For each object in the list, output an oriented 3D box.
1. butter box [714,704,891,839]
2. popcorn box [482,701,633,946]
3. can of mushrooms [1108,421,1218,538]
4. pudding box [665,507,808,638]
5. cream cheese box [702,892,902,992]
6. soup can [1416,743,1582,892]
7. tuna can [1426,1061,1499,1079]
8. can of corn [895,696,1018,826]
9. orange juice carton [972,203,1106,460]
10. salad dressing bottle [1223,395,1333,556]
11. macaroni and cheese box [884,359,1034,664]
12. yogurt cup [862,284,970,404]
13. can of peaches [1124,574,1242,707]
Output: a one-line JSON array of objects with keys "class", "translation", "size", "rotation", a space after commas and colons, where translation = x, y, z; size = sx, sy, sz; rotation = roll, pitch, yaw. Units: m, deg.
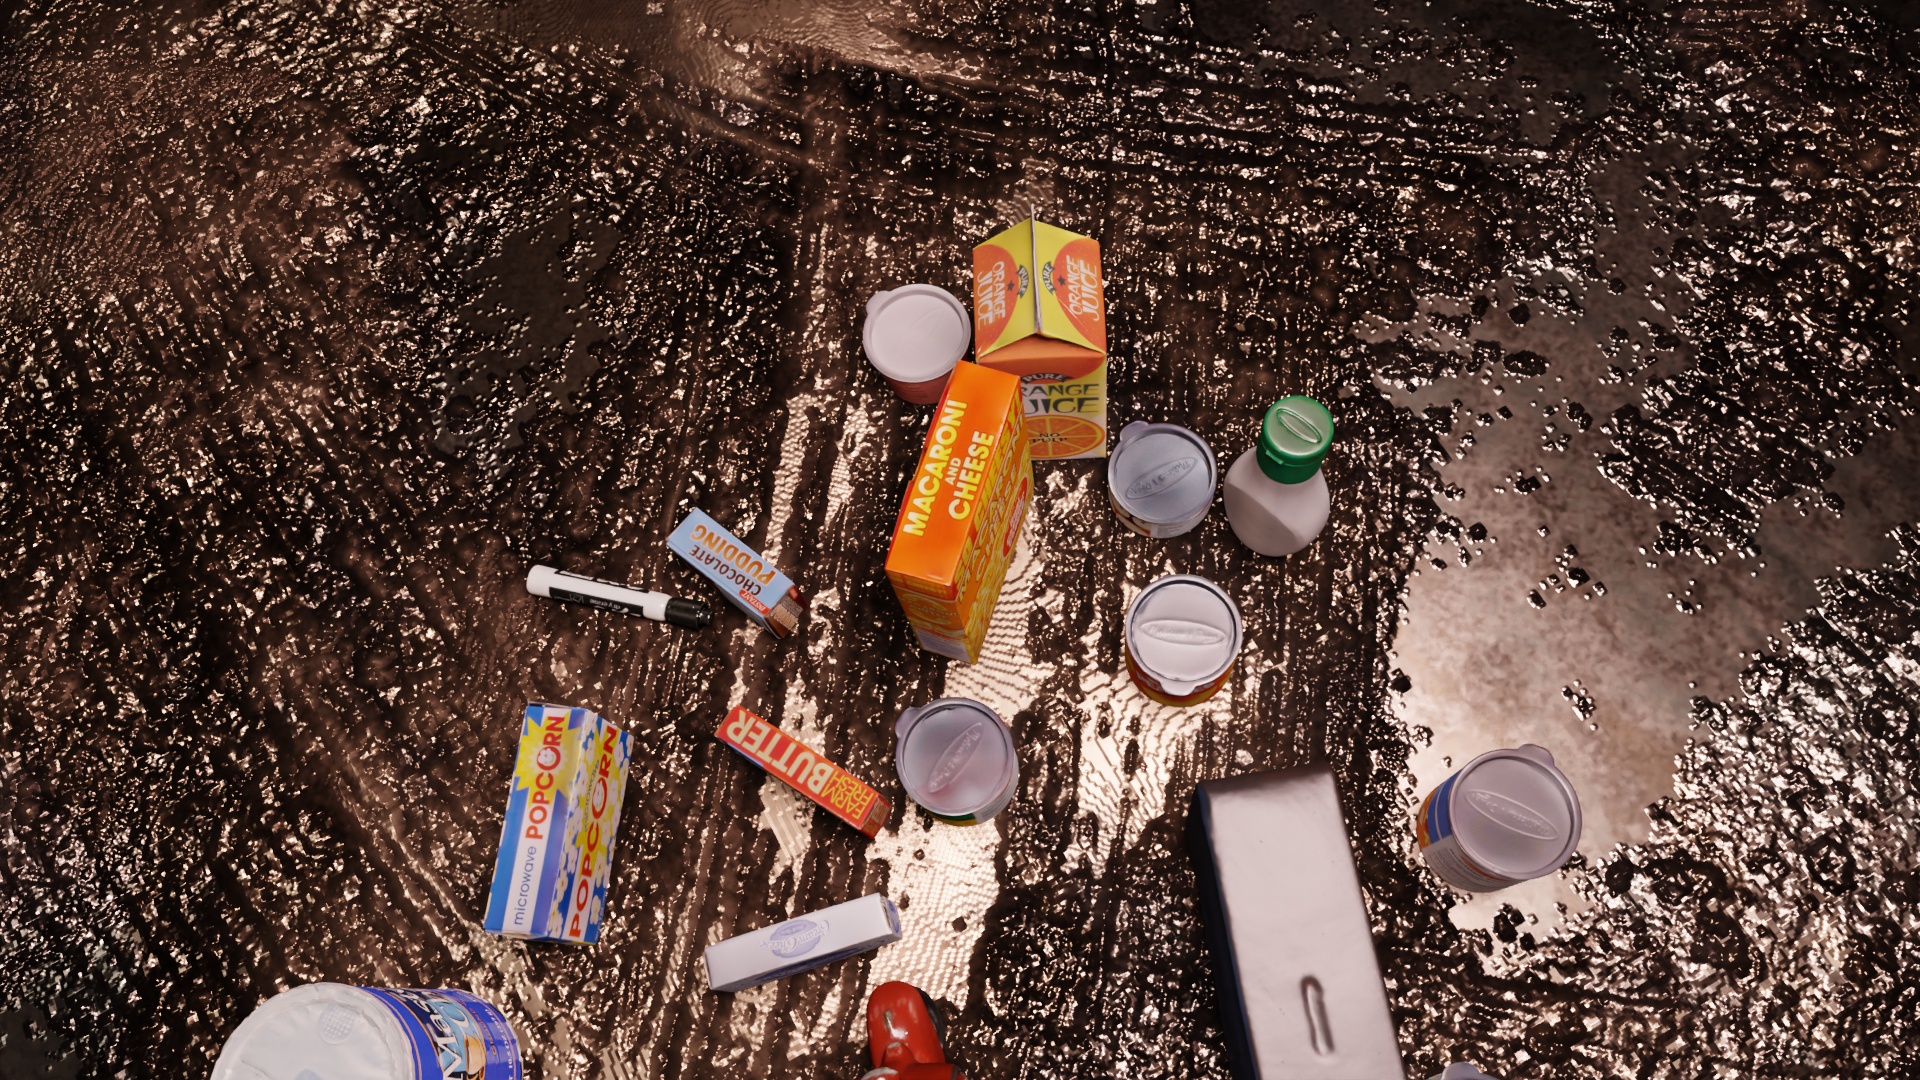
[{"class": "butter box", "translation": [-0.090, 0.135, 0.807], "size": [0.103, 0.053, 0.024], "rotation": [29, 76, 15]}, {"class": "popcorn box", "translation": [-0.227, 0.164, 0.793], "size": [0.038, 0.085, 0.127], "rotation": [3, 71, 7]}, {"class": "can of mushrooms", "translation": [0.123, -0.038, 0.858], "size": [0.071, 0.033, 0.071], "rotation": [-2, 70, 5]}, {"class": "pudding box", "translation": [-0.137, 0.020, 0.854], "size": [0.084, 0.049, 0.030], "rotation": [36, 78, 16]}, {"class": "cream cheese box", "translation": [-0.086, 0.225, 0.774], "size": [0.104, 0.053, 0.024], "rotation": [-17, 70, -1]}, {"class": "soup can", "translation": [0.288, 0.150, 0.747], "size": [0.071, 0.083, 0.071], "rotation": [-2, 71, 5]}, {"class": "tuna can", "translation": [0.263, 0.308, 0.721], "size": [0.071, 0.032, 0.071], "rotation": [-2, 70, 5]}, {"class": "can of corn", "translation": [-0.003, 0.127, 0.798], "size": [0.071, 0.058, 0.071], "rotation": [-2, 71, 5]}, {"class": "orange juice carton", "translation": [0.048, -0.114, 0.807], "size": [0.073, 0.192, 0.072], "rotation": [-2, 71, 5]}, {"class": "salad dressing bottle", "translation": [0.183, -0.035, 0.790], "size": [0.064, 0.147, 0.044], "rotation": [41, 79, 17]}, {"class": "macaroni and cheese box", "translation": [0.003, -0.010, 0.789], "size": [0.040, 0.166, 0.124], "rotation": [15, 73, 11]}, {"class": "yogurt cup", "translation": [-0.025, -0.122, 0.891], "size": [0.072, 0.053, 0.072], "rotation": [-2, 71, 5]}, {"class": "can of peaches", "translation": [0.128, 0.062, 0.809], "size": [0.071, 0.058, 0.071], "rotation": [-2, 71, 5]}]
